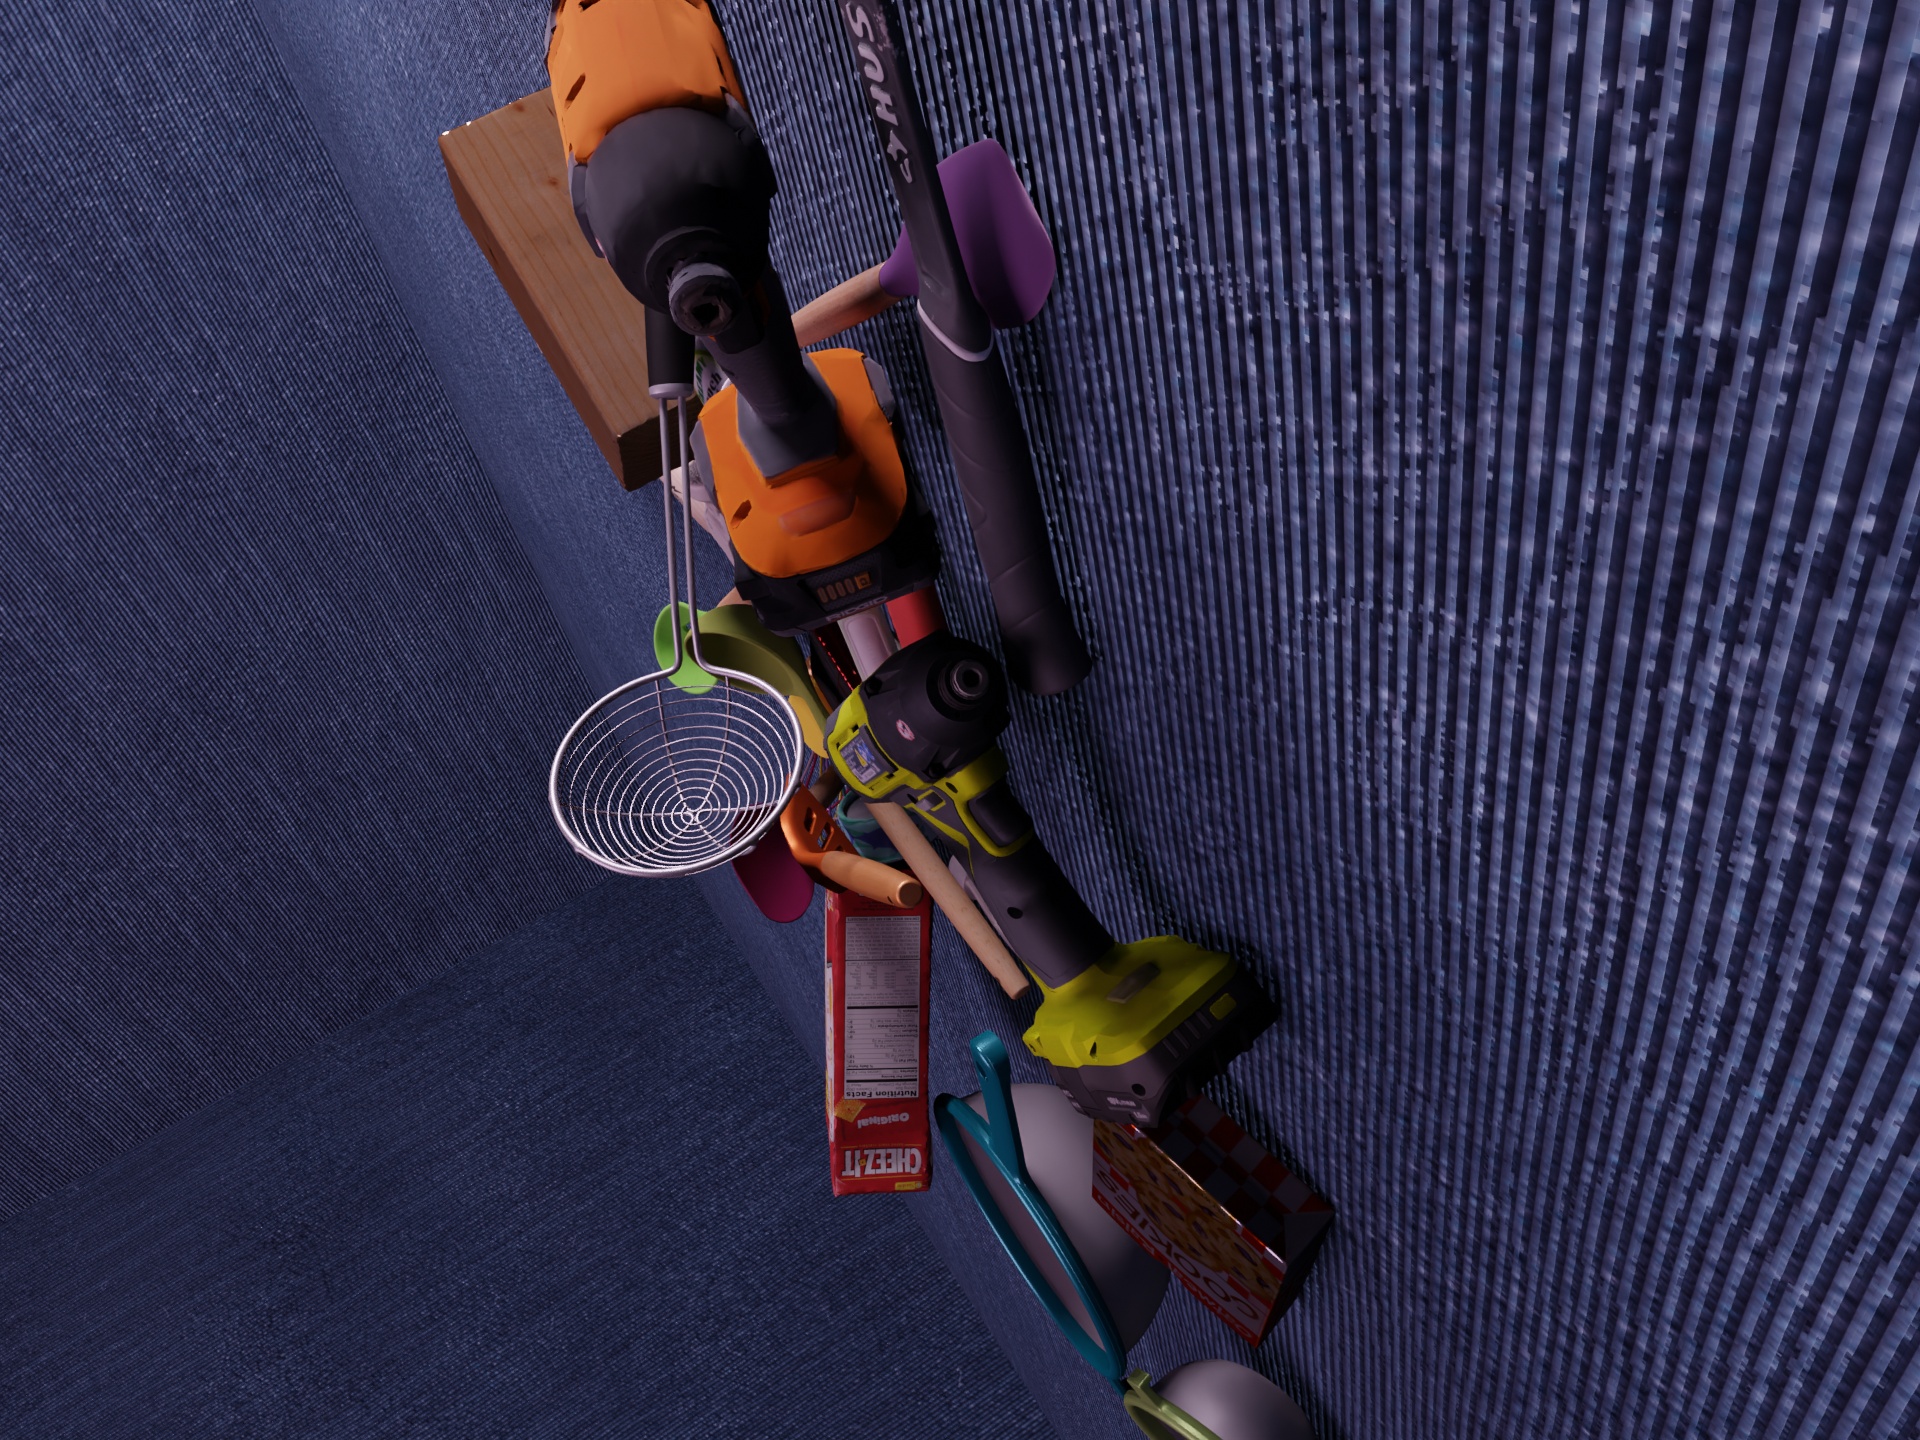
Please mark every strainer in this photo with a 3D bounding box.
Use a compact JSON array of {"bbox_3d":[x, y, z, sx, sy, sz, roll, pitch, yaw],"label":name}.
[{"bbox_3d":[0.067,0.274,1.006,0.211,0.095,0.340,47,159,38],"label":"strainer"},{"bbox_3d":[0.186,0.478,1.044,0.152,0.069,0.256,34,158,22],"label":"strainer"}]

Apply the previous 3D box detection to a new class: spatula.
[{"bbox_3d":[-0.056,0.071,0.840,0.081,0.041,0.322,52,168,-8],"label":"spatula"},{"bbox_3d":[-0.032,-0.171,0.637,0.059,0.018,0.316,61,165,-16],"label":"spatula"}]

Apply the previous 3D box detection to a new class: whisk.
[{"bbox_3d":[-0.064,-0.084,0.823,0.059,0.058,0.246,-103,-6,-49],"label":"whisk"},{"bbox_3d":[-0.102,0.021,1.198,0.051,0.047,0.244,41,155,21],"label":"whisk"}]

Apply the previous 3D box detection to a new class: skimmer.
[{"bbox_3d":[-0.146,-0.107,0.784,0.090,0.127,0.363,-9,-84,-85],"label":"skimmer"}]

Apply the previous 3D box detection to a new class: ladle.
[{"bbox_3d":[-0.065,0.047,0.963,0.320,0.062,0.078,52,168,24],"label":"ladle"}]

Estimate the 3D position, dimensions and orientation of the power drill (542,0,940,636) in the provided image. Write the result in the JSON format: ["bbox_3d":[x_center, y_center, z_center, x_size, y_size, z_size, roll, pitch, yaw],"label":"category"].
[{"bbox_3d":[-0.075,-0.132,0.571,0.226,0.084,0.164,68,-177,-52],"label":"power drill"}]

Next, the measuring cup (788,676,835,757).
[{"bbox_3d":[-0.125,-0.022,1.102,0.157,0.029,0.062,32,146,39],"label":"measuring cup"}]

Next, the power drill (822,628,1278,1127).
[{"bbox_3d":[0.032,0.065,0.700,0.223,0.080,0.171,53,162,-1],"label":"power drill"}]

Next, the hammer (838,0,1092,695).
[{"bbox_3d":[-0.010,-0.148,0.522,0.149,0.036,0.408,40,160,37],"label":"hammer"}]

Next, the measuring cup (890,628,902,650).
[{"bbox_3d":[-0.069,-0.093,0.896,0.167,0.038,0.083,43,159,0],"label":"measuring cup"}]

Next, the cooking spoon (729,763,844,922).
[{"bbox_3d":[-0.096,0.058,1.010,0.068,0.017,0.319,58,-167,-7],"label":"cooking spoon"}]

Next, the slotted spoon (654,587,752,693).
[{"bbox_3d":[-0.148,-0.077,1.070,0.070,0.031,0.314,63,152,-1],"label":"slotted spoon"}]

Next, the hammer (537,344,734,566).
[{"bbox_3d":[-0.241,-0.211,1.221,0.411,0.038,0.146,46,161,44],"label":"hammer"}]

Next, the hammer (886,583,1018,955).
[{"bbox_3d":[-0.001,-0.003,0.819,0.149,0.036,0.358,42,158,49],"label":"hammer"}]
